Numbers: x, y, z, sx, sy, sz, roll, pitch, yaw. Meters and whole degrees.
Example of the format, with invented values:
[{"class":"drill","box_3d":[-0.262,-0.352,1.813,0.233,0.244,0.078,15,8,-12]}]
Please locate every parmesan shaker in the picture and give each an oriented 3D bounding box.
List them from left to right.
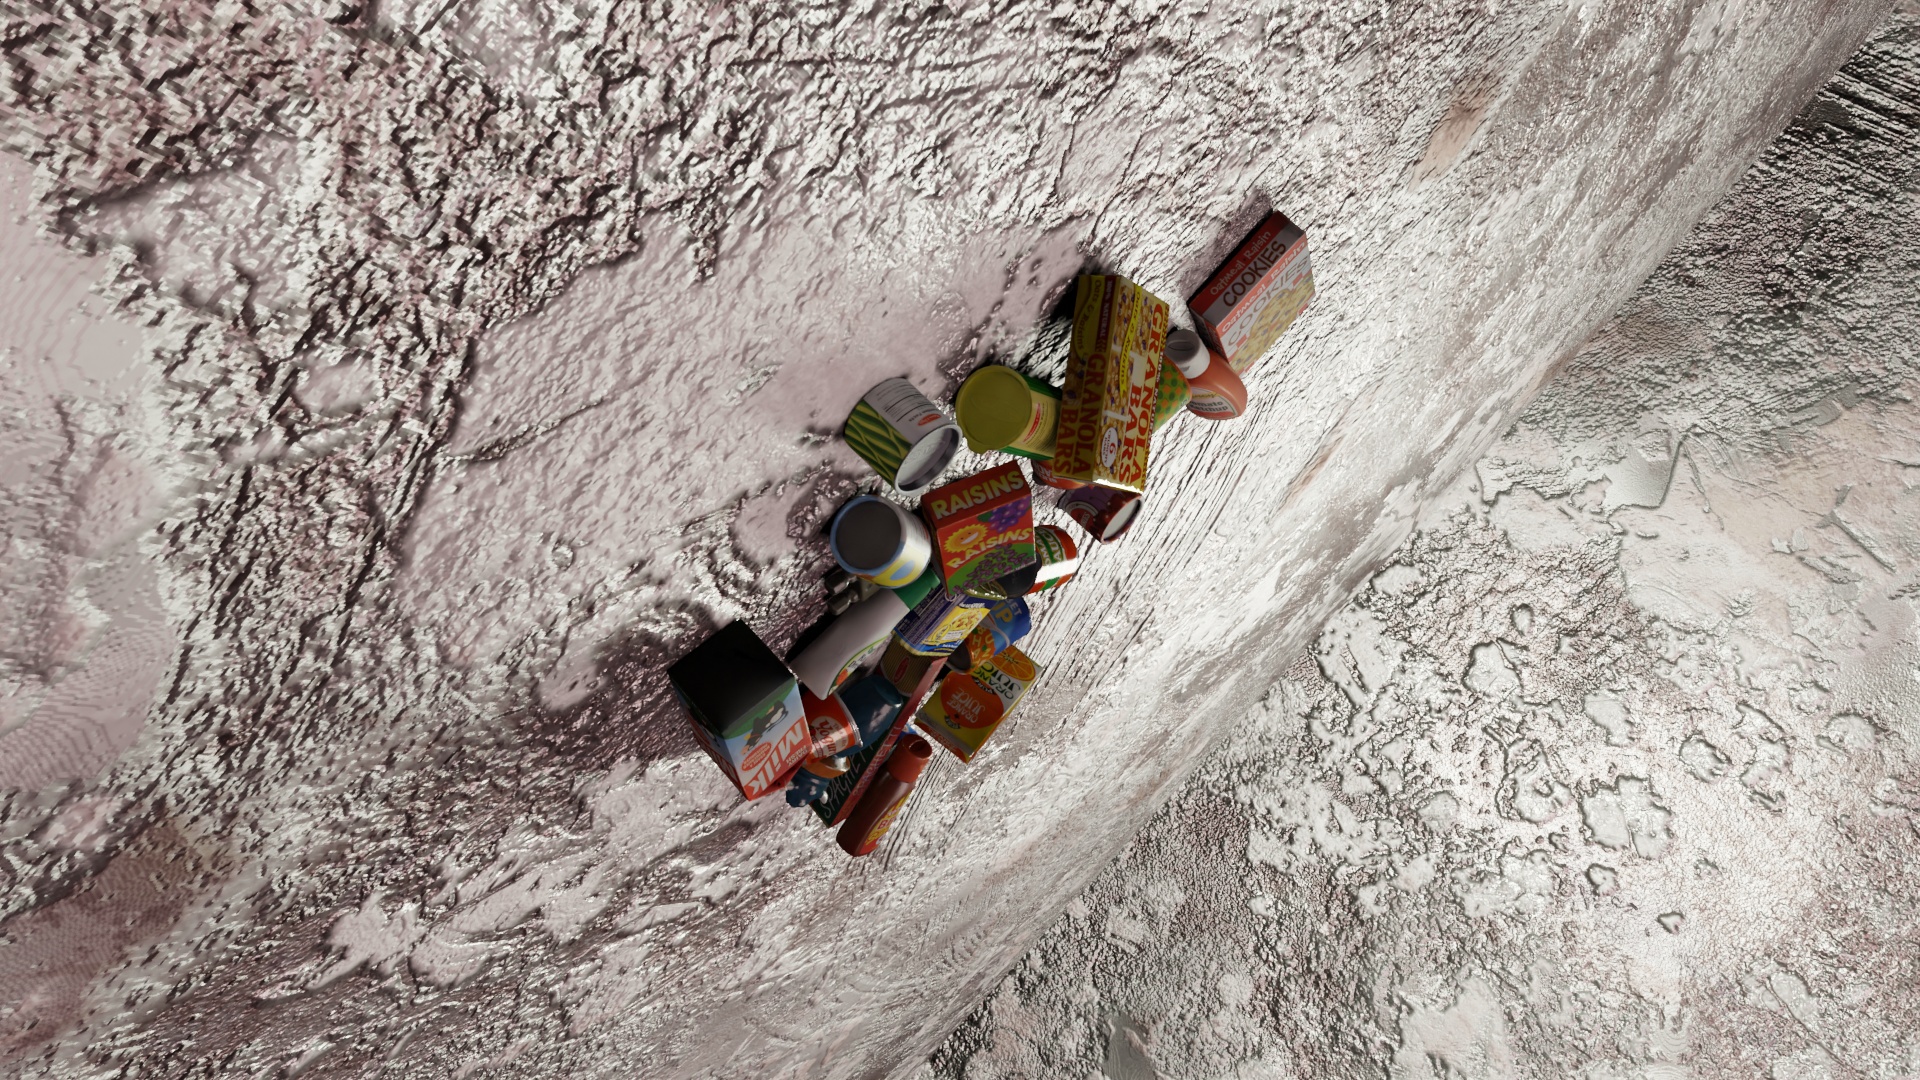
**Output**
[{"class":"parmesan shaker","box_3d":[0.046,-0.099,1.125,0.071,0.071,0.103,-52,158,14]}]

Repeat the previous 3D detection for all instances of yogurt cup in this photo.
[{"class":"yogurt cup","box_3d":[-0.132,0.169,1.271,0.054,0.072,0.072,-29,154,-18]}]

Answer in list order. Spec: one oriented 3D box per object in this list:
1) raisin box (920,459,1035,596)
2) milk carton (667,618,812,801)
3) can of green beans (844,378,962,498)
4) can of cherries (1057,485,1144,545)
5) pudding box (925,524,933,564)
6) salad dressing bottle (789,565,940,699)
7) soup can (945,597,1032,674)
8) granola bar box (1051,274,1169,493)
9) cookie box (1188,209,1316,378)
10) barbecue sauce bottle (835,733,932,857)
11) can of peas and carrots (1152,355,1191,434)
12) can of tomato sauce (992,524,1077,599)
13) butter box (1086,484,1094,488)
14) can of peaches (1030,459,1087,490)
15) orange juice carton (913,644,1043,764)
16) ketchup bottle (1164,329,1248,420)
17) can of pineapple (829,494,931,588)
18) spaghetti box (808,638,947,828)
[{"class":"raisin box","box_3d":[0.017,-0.009,1.160,0.086,0.040,0.123,-21,153,-6]},{"class":"milk carton","box_3d":[-0.175,0.150,1.145,0.074,0.072,0.189,-38,157,-20]},{"class":"can of green beans","box_3d":[-0.042,-0.076,1.016,0.071,0.058,0.071,-38,157,-20]},{"class":"can of cherries","box_3d":[0.144,-0.036,1.420,0.072,0.058,0.071,-39,157,-20]},{"class":"pudding box","box_3d":[0.004,-0.016,1.241,0.084,0.030,0.049,-38,156,-21]},{"class":"salad dressing bottle","box_3d":[-0.082,0.074,1.217,0.148,0.044,0.064,-44,174,-7]},{"class":"soup can","box_3d":[0.020,0.085,1.395,0.084,0.071,0.071,-32,154,-32]},{"class":"granola bar box","box_3d":[0.126,-0.127,1.151,0.124,0.039,0.165,7,92,-63]},{"class":"cookie box","box_3d":[0.289,-0.236,1.364,0.123,0.040,0.167,-48,159,3]},{"class":"barbecue sauce bottle","box_3d":[-0.078,0.266,1.464,0.065,0.044,0.147,-24,150,-57]},{"class":"can of peas and carrots","box_3d":[0.173,-0.134,1.289,0.059,0.071,0.070,-42,158,-12]},{"class":"can of tomato sauce","box_3d":[0.069,0.019,1.366,0.083,0.071,0.071,-10,138,-57]},{"class":"butter box","box_3d":[0.149,-0.101,1.363,0.103,0.024,0.053,-49,157,4]},{"class":"can of peaches","box_3d":[0.093,-0.086,1.232,0.071,0.071,0.057,-39,156,-18]},{"class":"orange juice carton","box_3d":[0.015,0.170,1.460,0.072,0.072,0.193,-56,171,23]},{"class":"ketchup bottle","box_3d":[0.238,-0.164,1.373,0.148,0.065,0.043,35,65,-61]},{"class":"can of pineapple","box_3d":[-0.065,0.002,1.100,0.071,0.071,0.058,-48,158,3]},{"class":"spaghetti box","box_3d":[-0.090,0.190,1.398,0.029,0.050,0.248,-14,142,-51]}]
